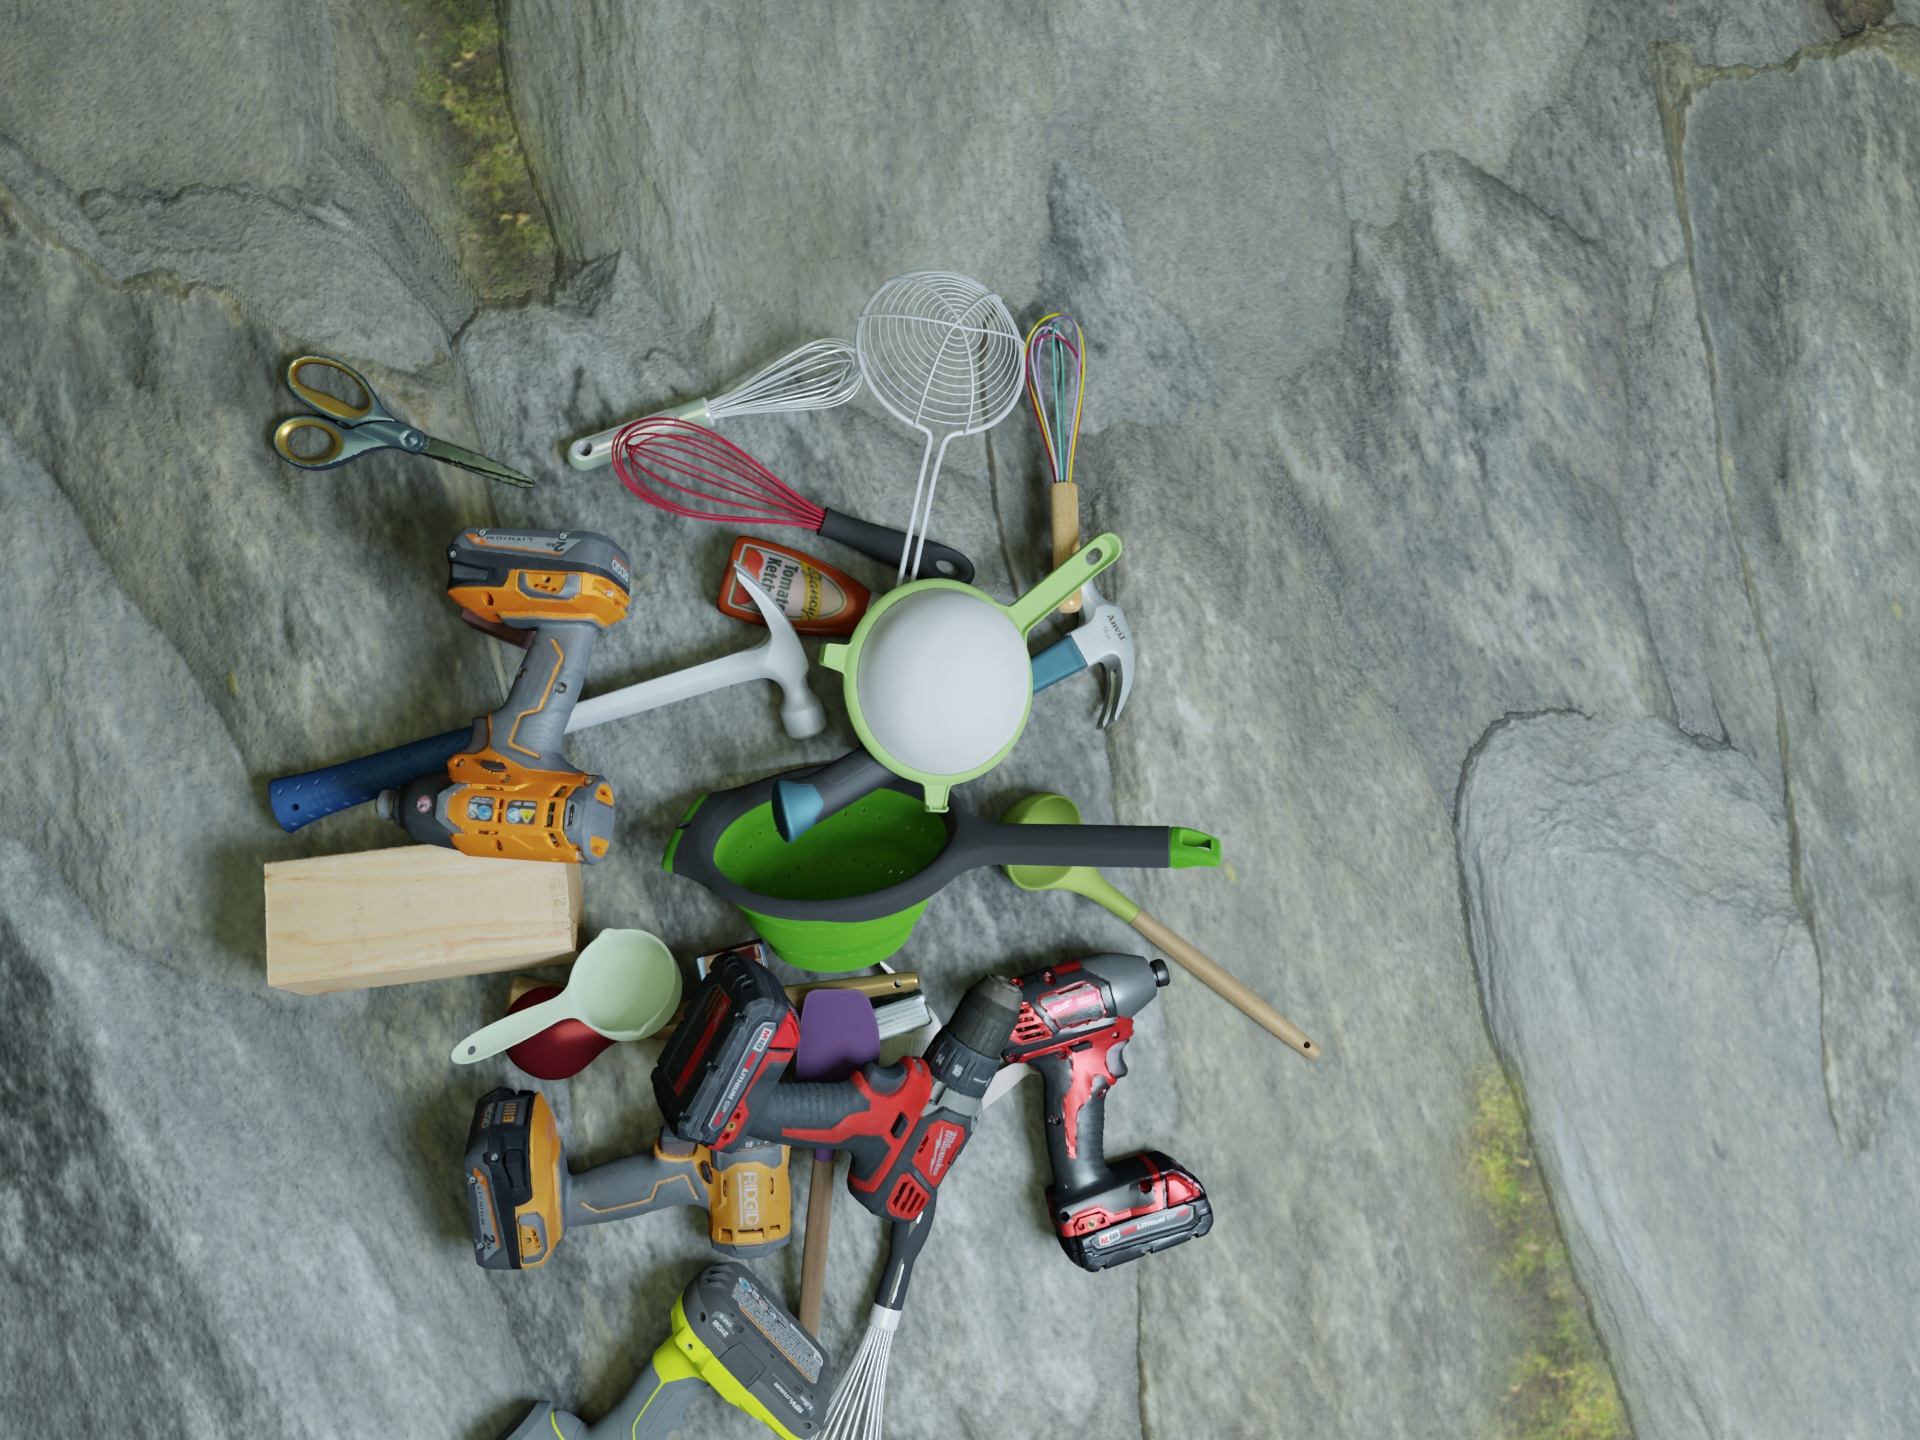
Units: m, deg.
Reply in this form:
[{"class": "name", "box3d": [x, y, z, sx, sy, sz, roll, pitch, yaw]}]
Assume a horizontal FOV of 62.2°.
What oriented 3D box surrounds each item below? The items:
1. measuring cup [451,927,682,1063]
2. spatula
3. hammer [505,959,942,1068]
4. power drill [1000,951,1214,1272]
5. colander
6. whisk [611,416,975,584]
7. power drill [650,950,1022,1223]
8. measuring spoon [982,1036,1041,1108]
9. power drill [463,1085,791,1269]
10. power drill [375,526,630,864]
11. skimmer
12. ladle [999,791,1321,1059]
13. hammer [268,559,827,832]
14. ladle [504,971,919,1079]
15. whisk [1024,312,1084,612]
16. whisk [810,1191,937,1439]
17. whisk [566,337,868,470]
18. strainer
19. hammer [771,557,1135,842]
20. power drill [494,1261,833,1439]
[{"class": "measuring cup", "box3d": [-0.276, 0.207, 1.124, 0.167, 0.038, 0.083, -24, 64, -3]}, {"class": "spatula", "box3d": [-0.100, 0.342, 1.162, 0.059, 0.018, 0.316, 4, 105, -12]}, {"class": "hammer", "box3d": [-0.175, 0.230, 1.206, 0.331, 0.031, 0.130, 9, 85, -6]}, {"class": "power drill", "box3d": [0.111, 0.286, 1.201, 0.143, 0.078, 0.219, -16, 93, -8]}, {"class": "colander", "box3d": [-0.012, 0.120, 1.158, 0.397, 0.205, 0.094, 1, 117, 9]}, {"class": "whisk", "box3d": [-0.124, -0.161, 1.221, 0.295, 0.073, 0.073, 19, 84, -15]}, {"class": "power drill", "box3d": [-0.074, 0.234, 1.090, 0.226, 0.080, 0.188, 28, 93, -30]}, {"class": "measuring spoon", "box3d": [0.026, 0.281, 1.236, 0.124, 0.018, 0.034, -34, 98, -1]}, {"class": "power drill", "box3d": [-0.233, 0.305, 1.141, 0.226, 0.084, 0.185, -1, 114, -7]}, {"class": "power drill", "box3d": [-0.318, -0.016, 1.113, 0.164, 0.084, 0.226, 3, 79, 7]}, {"class": "skimmer", "box3d": [-0.039, -0.146, 1.185, 0.127, 0.090, 0.363, 5, 114, -17]}, {"class": "ladle", "box3d": [0.159, 0.168, 1.238, 0.320, 0.062, 0.078, 37, 79, -5]}, {"class": "hammer", "box3d": [-0.313, -0.001, 1.190, 0.405, 0.035, 0.144, -17, 113, -4]}, {"class": "ladle", "box3d": [-0.184, 0.210, 1.148, 0.315, 0.031, 0.069, -9, 90, 5]}, {"class": "whisk", "box3d": [0.077, -0.203, 1.248, 0.047, 0.051, 0.245, -2, 79, 0]}, {"class": "whisk", "box3d": [-0.065, 0.479, 1.190, 0.070, 0.070, 0.285, 18, 80, -5]}, {"class": "whisk", "box3d": [-0.188, -0.243, 1.234, 0.246, 0.059, 0.058, -20, 76, -3]}, {"class": "strainer", "box3d": [0.035, -0.060, 1.149, 0.256, 0.069, 0.151, -40, 105, -19]}, {"class": "hammer", "box3d": [-0.002, -0.004, 1.197, 0.331, 0.033, 0.128, -29, 88, -26]}, {"class": "power drill", "box3d": [-0.203, 0.526, 1.147, 0.228, 0.080, 0.190, -44, 90, 3]}]
